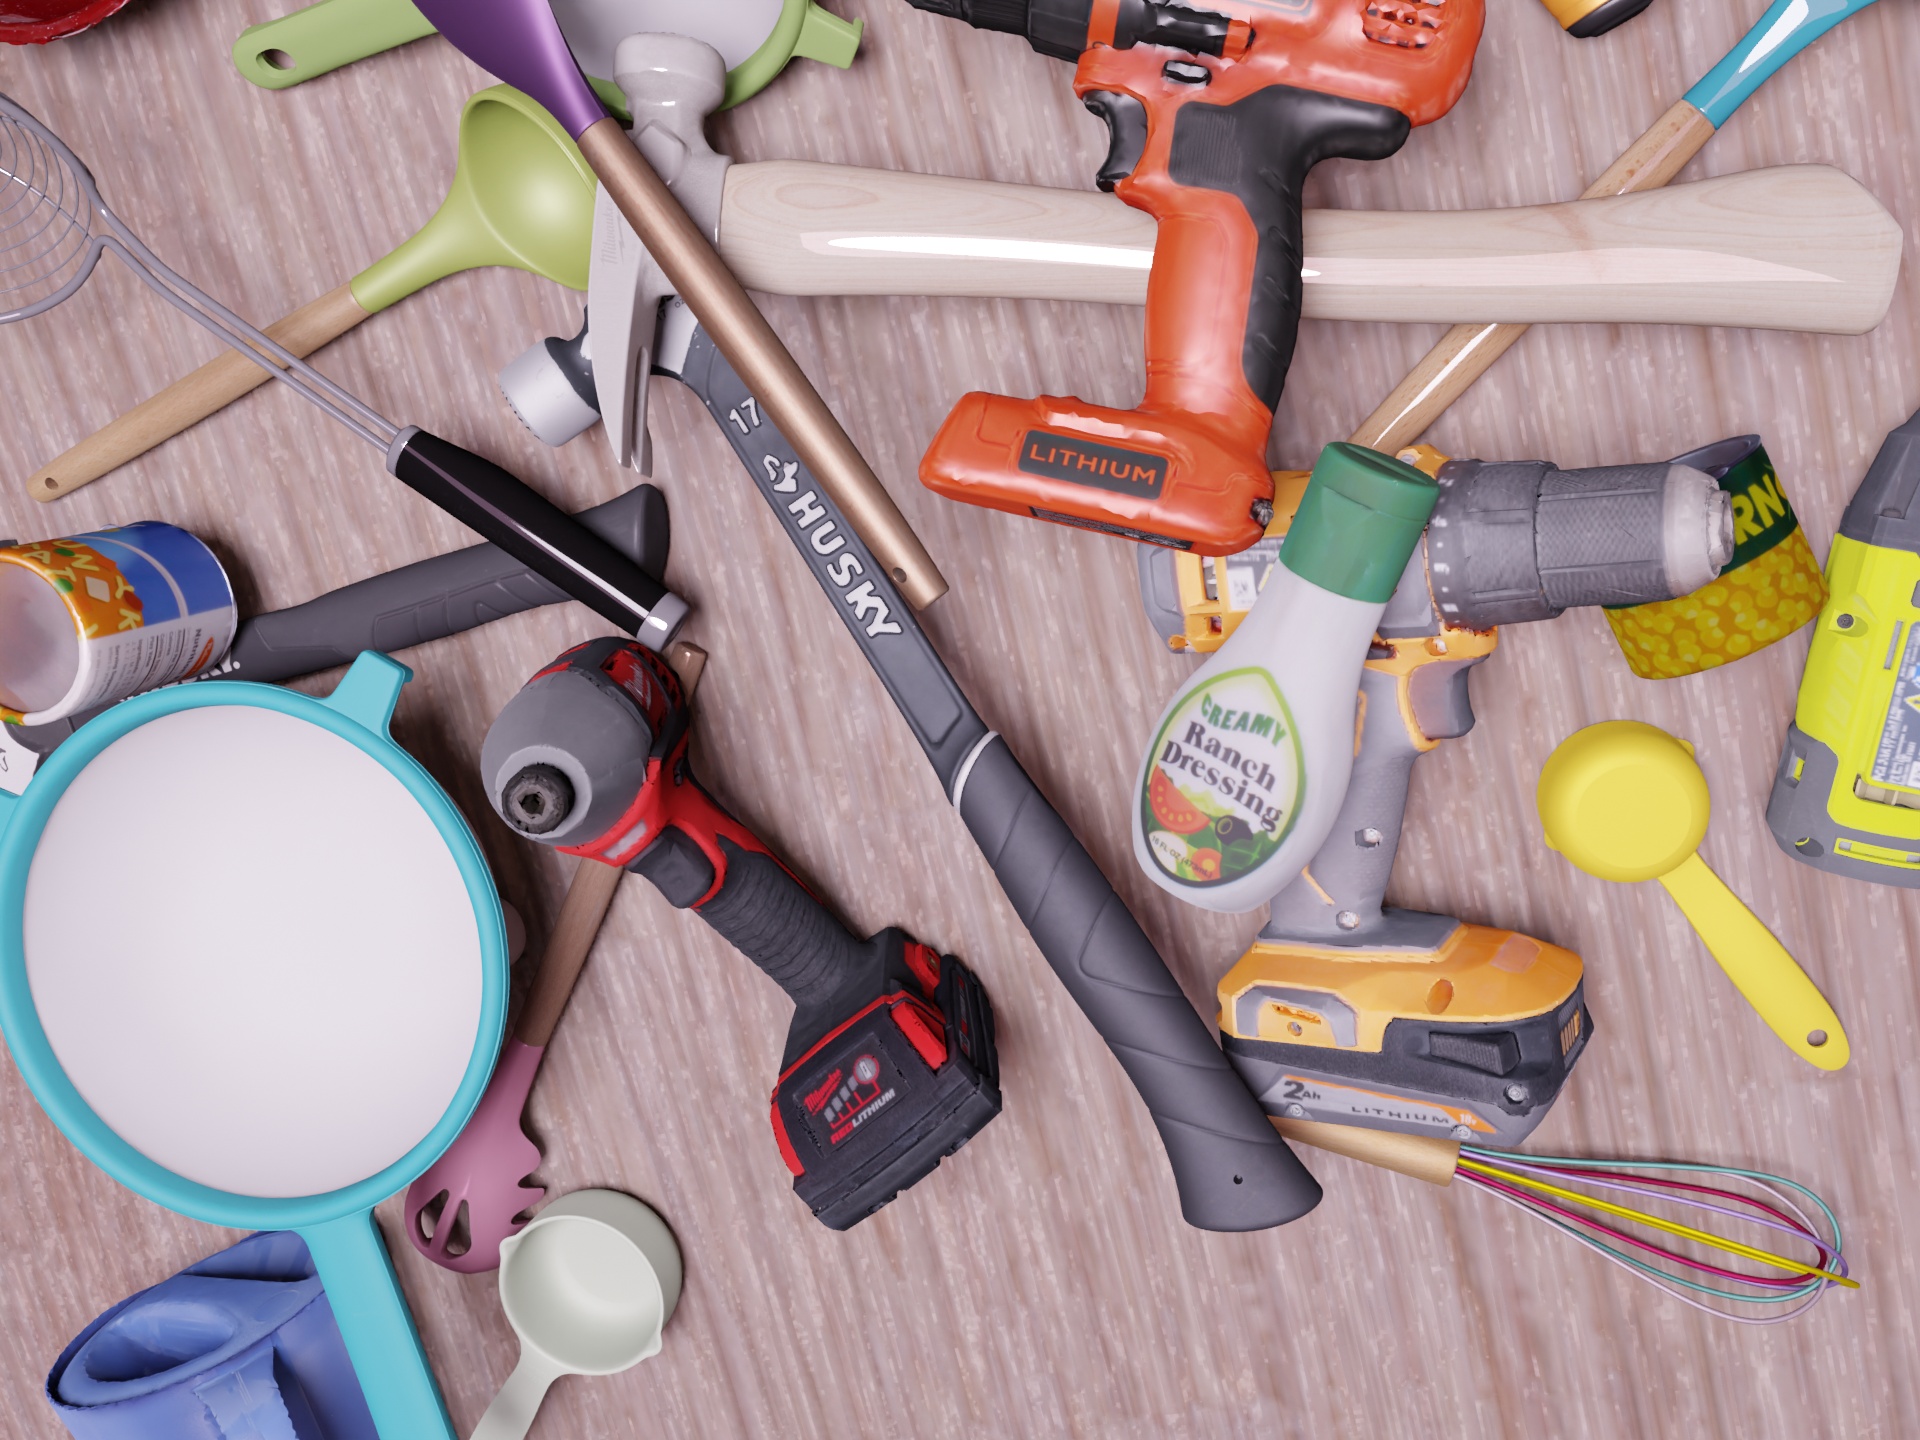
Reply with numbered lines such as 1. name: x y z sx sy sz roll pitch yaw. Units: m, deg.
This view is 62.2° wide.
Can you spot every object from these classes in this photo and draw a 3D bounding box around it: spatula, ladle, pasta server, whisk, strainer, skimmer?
1. spatula: -0.102 -0.165 0.508 0.316 0.018 0.060 53 138 -3
2. ladle: -0.259 -0.151 0.623 0.320 0.062 0.078 -23 116 19
3. pasta server: -0.171 0.109 0.679 0.060 0.040 0.316 26 103 6
4. whisk: 0.209 0.171 0.600 0.245 0.047 0.051 15 106 12
5. strainer: -0.245 0.146 0.642 0.211 0.095 0.340 -17 95 10
6. spatula: 0.224 -0.178 0.530 0.082 0.044 0.317 43 112 -1
7. strainer: -0.163 -0.283 0.569 0.256 0.151 0.069 -3 58 30
8. skimmer: -0.270 -0.115 0.575 0.363 0.090 0.127 34 142 -2

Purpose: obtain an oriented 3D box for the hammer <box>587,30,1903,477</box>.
1. hammer: 0.078 -0.142 0.518 0.410 0.038 0.146 5 92 9

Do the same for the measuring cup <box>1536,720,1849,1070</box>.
1. measuring cup: 0.269 0.068 0.569 0.062 0.029 0.156 -40 90 17

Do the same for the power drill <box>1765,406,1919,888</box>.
1. power drill: 0.393 -0.018 0.501 0.223 0.080 0.171 11 105 13

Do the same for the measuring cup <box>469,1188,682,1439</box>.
1. measuring cup: -0.181 0.279 0.712 0.083 0.038 0.167 32 109 4

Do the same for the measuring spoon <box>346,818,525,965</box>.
1. measuring spoon: -0.241 0.065 0.686 0.124 0.018 0.034 39 108 2

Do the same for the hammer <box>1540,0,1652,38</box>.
1. hammer: 0.076 -0.313 0.524 0.337 0.034 0.127 24 107 6

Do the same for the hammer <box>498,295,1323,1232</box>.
1. hammer: -0.001 -0.002 0.562 0.149 0.036 0.409 -34 82 6

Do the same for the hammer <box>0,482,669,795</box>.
1. hammer: -0.274 -0.040 0.661 0.335 0.035 0.146 -14 100 15

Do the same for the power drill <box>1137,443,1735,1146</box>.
1. power drill: 0.161 0.021 0.533 0.185 0.084 0.226 -1 103 35

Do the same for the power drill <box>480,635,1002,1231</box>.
1. power drill: -0.083 0.069 0.578 0.078 0.143 0.219 -39 101 7
